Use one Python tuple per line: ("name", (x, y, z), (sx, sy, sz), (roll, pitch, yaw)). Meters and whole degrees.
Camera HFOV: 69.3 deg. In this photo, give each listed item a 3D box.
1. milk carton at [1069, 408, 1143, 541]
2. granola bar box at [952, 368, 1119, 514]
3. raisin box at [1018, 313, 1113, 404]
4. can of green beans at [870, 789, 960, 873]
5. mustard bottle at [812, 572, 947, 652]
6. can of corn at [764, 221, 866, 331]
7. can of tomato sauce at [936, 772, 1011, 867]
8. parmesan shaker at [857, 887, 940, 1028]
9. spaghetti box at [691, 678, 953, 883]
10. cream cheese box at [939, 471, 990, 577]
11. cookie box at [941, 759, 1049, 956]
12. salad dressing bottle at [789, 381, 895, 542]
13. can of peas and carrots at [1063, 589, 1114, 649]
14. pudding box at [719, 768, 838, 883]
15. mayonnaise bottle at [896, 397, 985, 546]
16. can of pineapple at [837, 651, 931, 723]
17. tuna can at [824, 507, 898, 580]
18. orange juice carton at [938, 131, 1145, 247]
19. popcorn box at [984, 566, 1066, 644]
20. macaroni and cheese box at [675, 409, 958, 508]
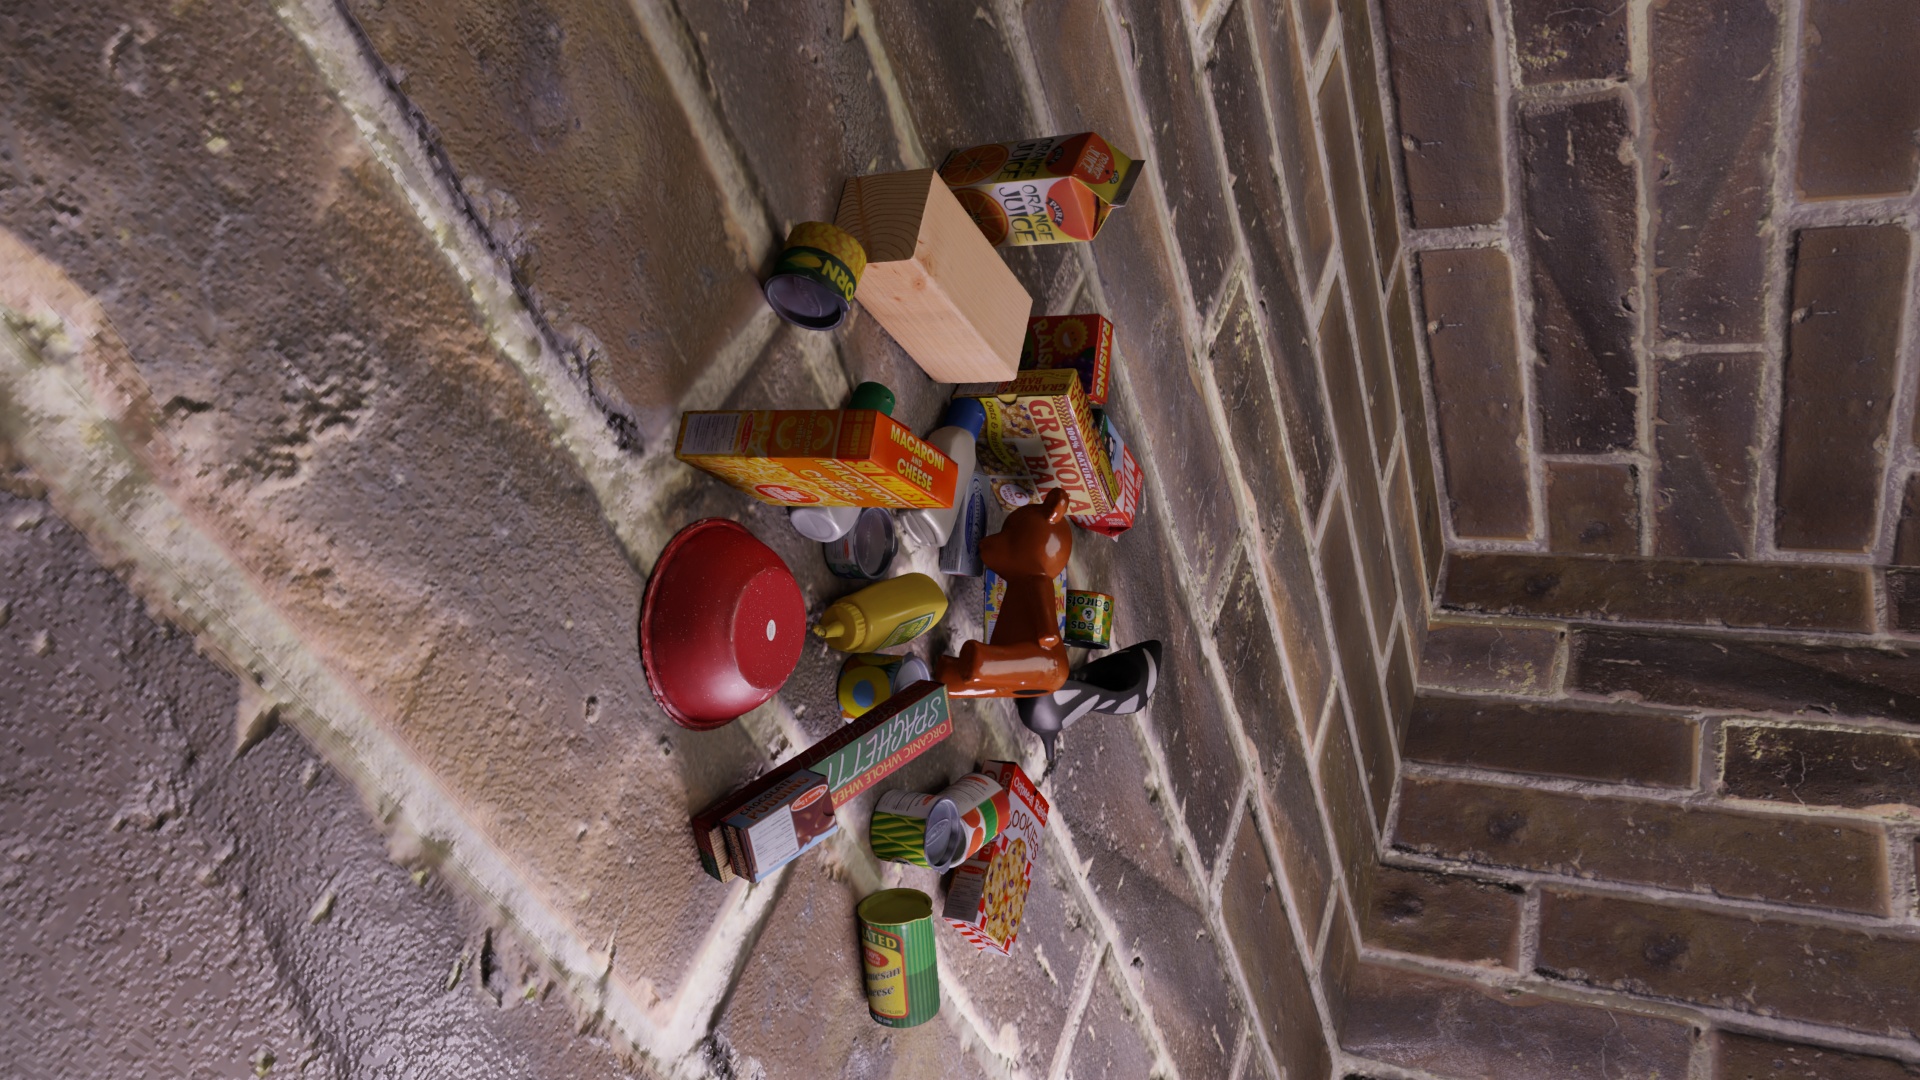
("milk carton", (0.153, -0.071, 1.579), (0.190, 0.073, 0.072), (47, 51, -53))
("granola bar box", (0.077, -0.095, 1.387), (0.164, 0.124, 0.039), (64, 38, -41))
("raisin box", (0.088, -0.181, 1.402), (0.040, 0.123, 0.086), (23, 72, -59))
("can of green beans", (-0.041, 0.263, 1.264), (0.071, 0.058, 0.071), (-7, 98, -61))
("mustard bottle", (-0.075, 0.067, 1.184), (0.049, 0.065, 0.161), (51, 30, 16))
("can of corn", (-0.111, -0.208, 1.091), (0.071, 0.071, 0.058), (55, 45, -48))
("can of tomato sauce", (0.001, 0.269, 1.331), (0.083, 0.071, 0.071), (-20, 110, -59))
("parmesan shaker", (-0.052, 0.372, 1.237), (0.071, 0.071, 0.102), (-25, 114, -58))
("spaghetti box", (-0.103, 0.185, 1.106), (0.251, 0.028, 0.050), (-28, 119, -39))
("cream cheese box", (0.005, -0.017, 1.363), (0.053, 0.024, 0.104), (12, 81, -63))
("cookie box", (0.040, 0.325, 1.424), (0.122, 0.040, 0.168), (58, 43, -53))
("salad dressing bottle", (-0.095, -0.068, 1.160), (0.064, 0.044, 0.148), (59, 42, -42))
("can of peas and carrots", (0.139, 0.089, 1.569), (0.071, 0.071, 0.059), (27, 68, -59))
("pudding box", (-0.134, 0.212, 1.035), (0.084, 0.030, 0.049), (-28, 116, -39))
("mayonnaise bottle", (-0.014, -0.069, 1.309), (0.064, 0.041, 0.149), (60, 41, -46))
("can of pineapple", (-0.066, 0.130, 1.210), (0.071, 0.058, 0.071), (-8, 99, -61))
("tuna can", (-0.085, 0.001, 1.192), (0.071, 0.033, 0.071), (-8, 99, -61))
("orange juice carton", (0.075, -0.326, 1.296), (0.072, 0.192, 0.072), (-63, 142, -35))
("popcorn box", (0.070, 0.068, 1.474), (0.127, 0.038, 0.085), (-4, 97, -61))
("macaroni and cheese box", (-0.103, -0.059, 1.016), (0.123, 0.166, 0.040), (30, 65, -59))
